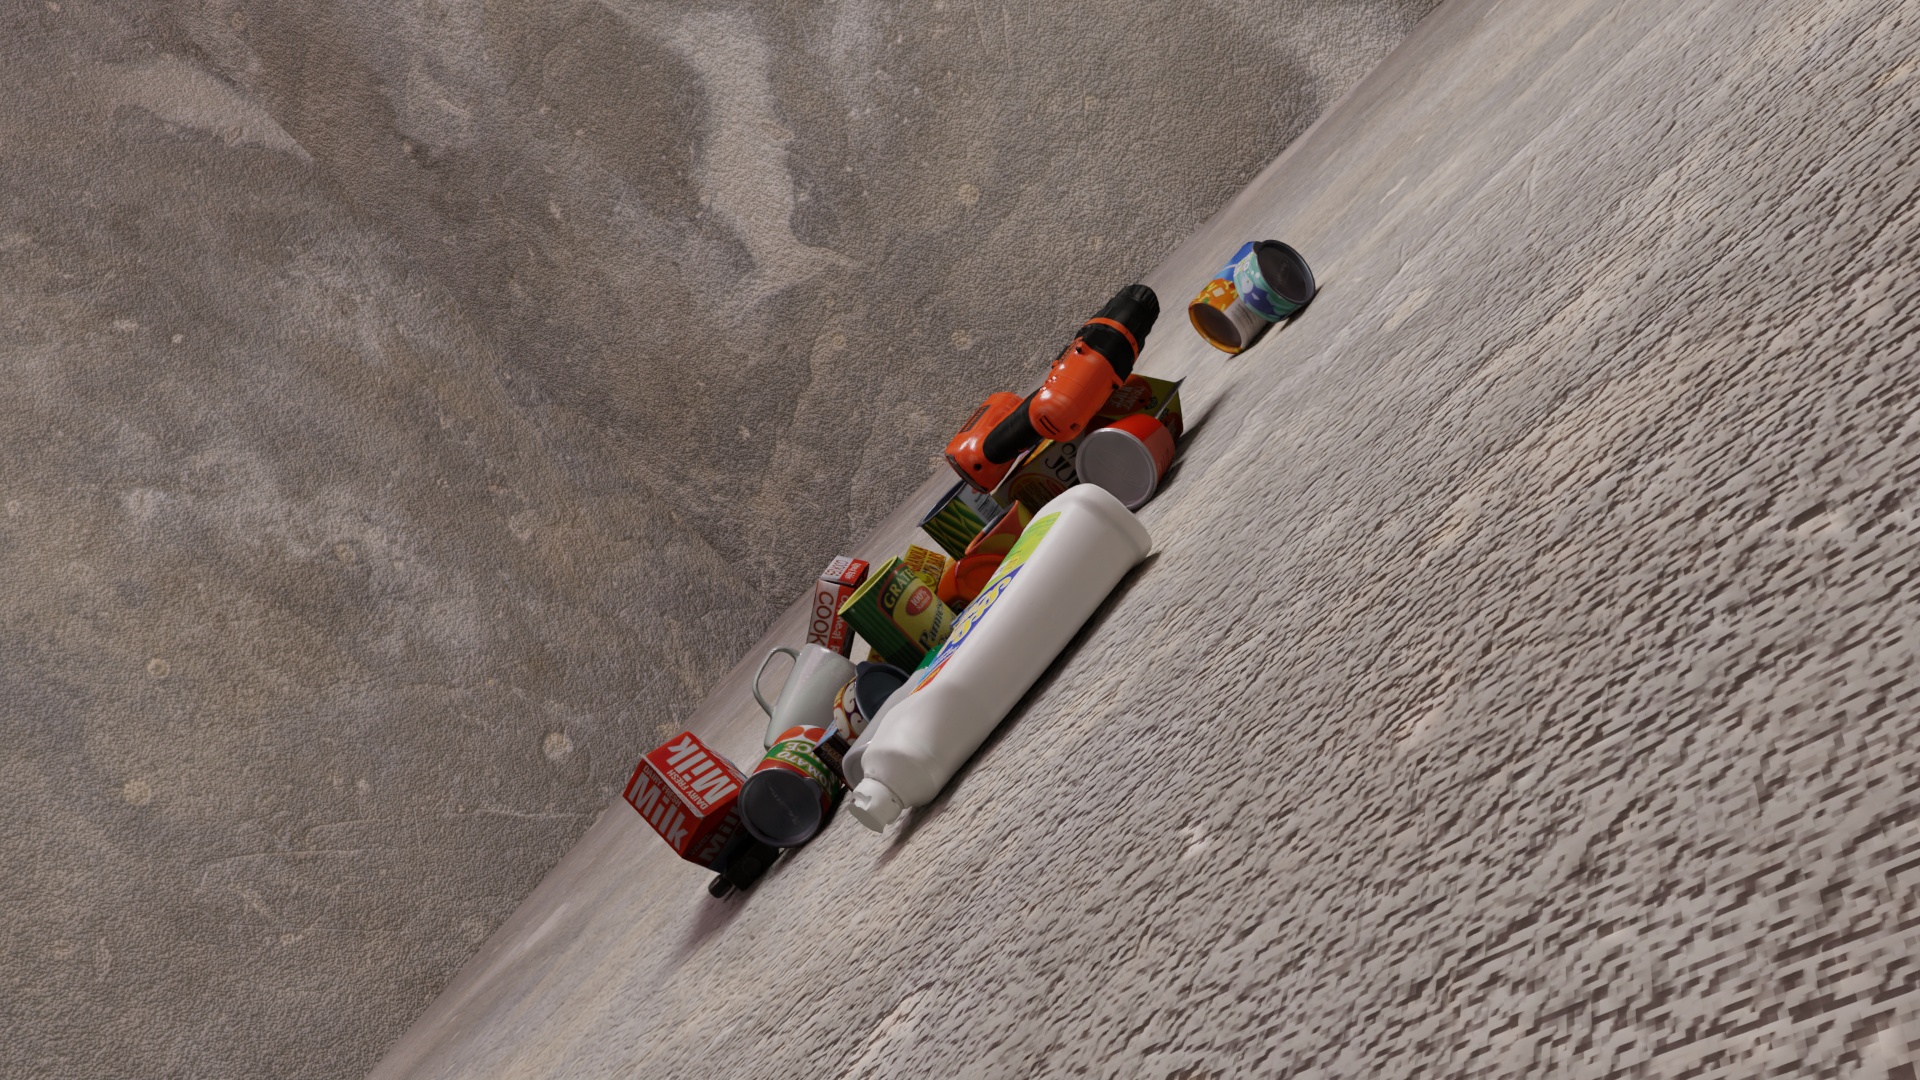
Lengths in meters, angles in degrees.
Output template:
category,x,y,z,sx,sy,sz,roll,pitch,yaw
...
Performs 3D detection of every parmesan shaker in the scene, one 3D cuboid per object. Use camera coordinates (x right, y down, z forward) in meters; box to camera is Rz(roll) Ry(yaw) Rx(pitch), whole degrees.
category,x,y,z,sx,sy,sz,roll,pitch,yaw
parmesan shaker,-0.036,0.069,1.100,0.071,0.103,0.071,-44,6,6

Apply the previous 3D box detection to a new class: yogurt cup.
category,x,y,z,sx,sy,sz,roll,pitch,yaw
yogurt cup,0.131,-0.064,1.076,0.072,0.072,0.054,-40,-1,42

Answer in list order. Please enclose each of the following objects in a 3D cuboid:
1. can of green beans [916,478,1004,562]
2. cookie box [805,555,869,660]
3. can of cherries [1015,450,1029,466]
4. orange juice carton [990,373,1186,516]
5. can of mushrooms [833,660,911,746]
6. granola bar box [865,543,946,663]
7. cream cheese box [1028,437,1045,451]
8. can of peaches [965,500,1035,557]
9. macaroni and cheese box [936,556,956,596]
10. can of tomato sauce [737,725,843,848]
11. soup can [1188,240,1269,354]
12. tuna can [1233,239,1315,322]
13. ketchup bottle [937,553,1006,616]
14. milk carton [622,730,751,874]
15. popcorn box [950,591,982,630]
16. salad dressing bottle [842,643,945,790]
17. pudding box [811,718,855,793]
category,x,y,z,sx,sy,sz,roll,pitch,yaw
can of green beans,0.006,-0.017,1.244,0.071,0.058,0.071,-44,8,8
cookie box,-0.133,0.109,1.424,0.123,0.040,0.167,-74,-4,-80
can of cherries,0.086,-0.062,1.374,0.071,0.071,0.058,-43,7,17
orange juice carton,0.118,-0.074,1.181,0.191,0.073,0.072,-38,8,46
can of mushrooms,-0.061,0.125,1.036,0.033,0.071,0.071,-42,6,39
granola bar box,-0.053,0.081,1.228,0.166,0.039,0.124,-74,3,-78
cream cheese box,0.096,-0.089,1.286,0.053,0.104,0.024,-44,9,22
can of peaches,0.046,0.009,1.180,0.071,0.058,0.071,-44,5,5
macaroni and cheese box,0.029,0.016,1.329,0.124,0.040,0.166,-48,7,-29
can of tomato sauce,-0.127,0.188,1.078,0.071,0.071,0.083,-43,5,18
soup can,0.257,-0.223,1.274,0.084,0.071,0.071,-47,6,-15
tuna can,0.269,-0.225,1.200,0.071,0.071,0.032,-50,6,-40
ketchup bottle,0.008,0.050,1.155,0.148,0.065,0.043,129,143,-69
milk carton,-0.209,0.213,1.124,0.073,0.072,0.190,-46,-18,-10
popcorn box,0.052,0.036,1.038,0.127,0.038,0.085,-45,6,-1
salad dressing bottle,-0.033,0.125,0.988,0.064,0.044,0.148,-37,8,34
pudding box,-0.071,0.147,1.063,0.030,0.049,0.084,-39,9,37
